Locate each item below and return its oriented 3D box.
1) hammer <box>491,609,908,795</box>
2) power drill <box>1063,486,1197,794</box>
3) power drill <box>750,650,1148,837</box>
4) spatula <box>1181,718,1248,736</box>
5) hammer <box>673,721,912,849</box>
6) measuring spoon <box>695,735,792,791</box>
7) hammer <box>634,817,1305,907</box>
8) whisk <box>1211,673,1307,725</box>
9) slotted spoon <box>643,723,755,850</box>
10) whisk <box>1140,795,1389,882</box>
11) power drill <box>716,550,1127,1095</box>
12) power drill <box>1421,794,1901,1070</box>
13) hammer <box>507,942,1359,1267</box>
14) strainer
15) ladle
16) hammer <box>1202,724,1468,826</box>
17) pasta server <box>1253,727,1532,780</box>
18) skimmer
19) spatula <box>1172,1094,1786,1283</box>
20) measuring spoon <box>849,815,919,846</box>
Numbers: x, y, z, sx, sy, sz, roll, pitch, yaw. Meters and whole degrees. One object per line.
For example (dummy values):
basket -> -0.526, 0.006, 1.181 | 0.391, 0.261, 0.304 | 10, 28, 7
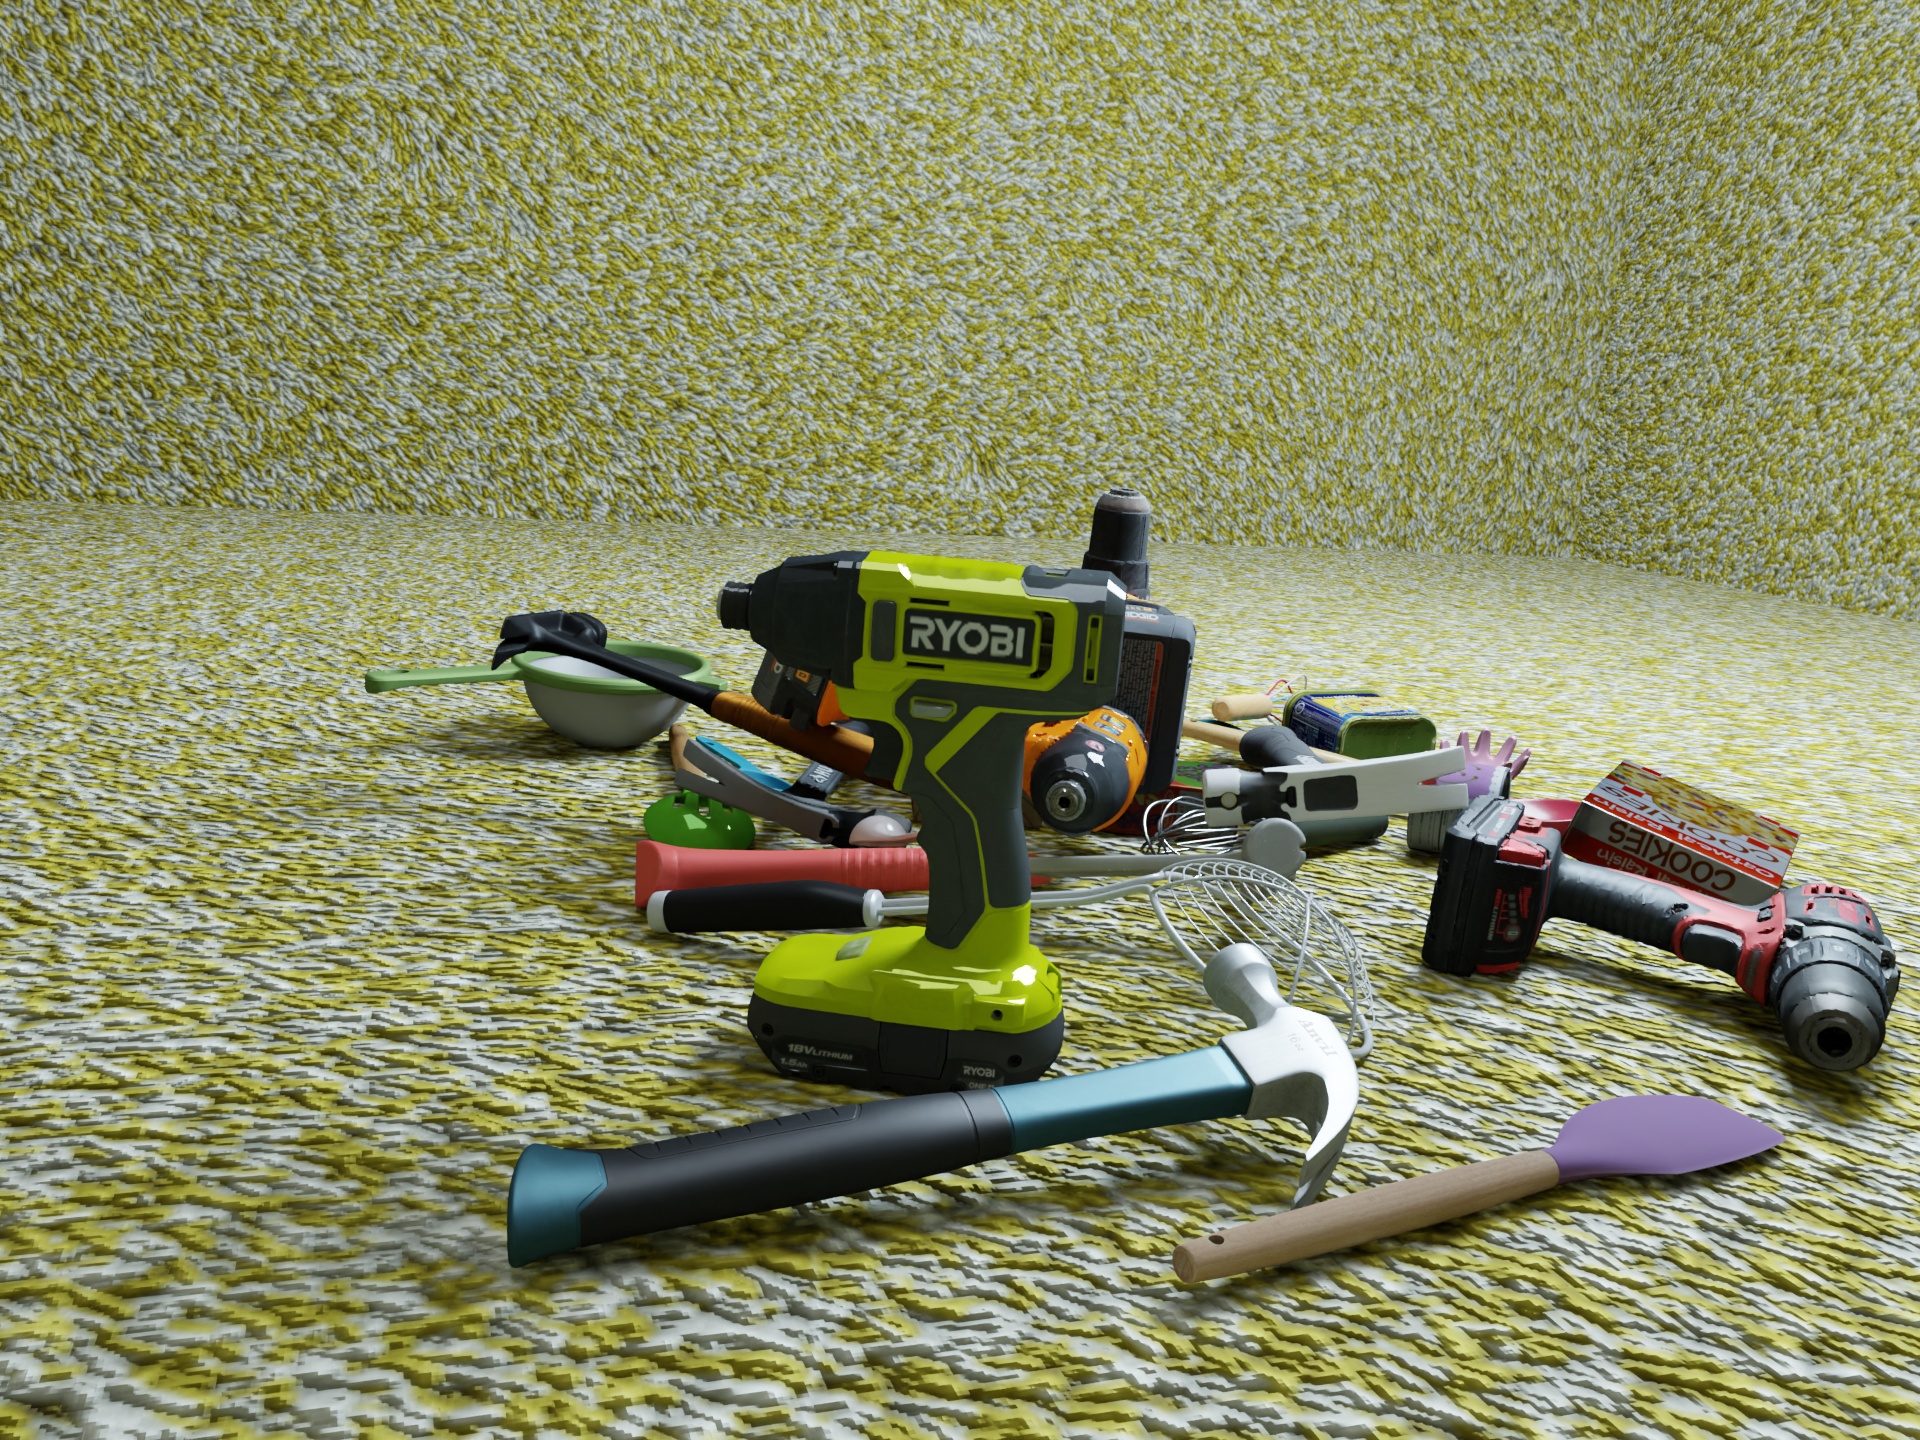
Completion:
hammer -> -0.125, 0.000, 1.003 | 0.337, 0.034, 0.127 | 20, 9, 8
power drill -> 0.110, -0.059, 1.104 | 0.084, 0.185, 0.226 | 6, 15, 0
power drill -> -0.001, -0.003, 0.932 | 0.226, 0.084, 0.164 | 25, 13, 6
spatula -> 0.132, 0.021, 1.306 | 0.317, 0.044, 0.082 | 0, 12, 4
hammer -> -0.090, 0.023, 1.142 | 0.149, 0.036, 0.409 | 20, 10, 1
measuring spoon -> -0.158, 0.037, 1.112 | 0.042, 0.021, 0.129 | 13, 8, -36
hammer -> 0.001, 0.083, 0.882 | 0.359, 0.037, 0.149 | -1, -12, 0
whisk -> 0.265, -0.014, 1.385 | 0.051, 0.047, 0.245 | -29, -12, 27
slotted spoon -> -0.189, 0.039, 1.104 | 0.070, 0.031, 0.314 | 7, 10, -15
whisk -> 0.205, 0.072, 1.039 | 0.246, 0.059, 0.057 | -1, -32, -42
power drill -> -0.024, 0.040, 0.685 | 0.171, 0.223, 0.080 | 6, 12, 7
power drill -> 0.366, 0.114, 0.836 | 0.227, 0.080, 0.188 | 13, 15, 24
hammer -> 0.001, 0.150, 0.588 | 0.331, 0.033, 0.128 | -5, 30, -21
strainer -> -0.314, -0.012, 1.196 | 0.256, 0.069, 0.152 | -5, 17, -32
ladle -> 0.311, 0.041, 1.188 | 0.315, 0.031, 0.069 | 15, 15, 18
hammer -> 0.223, 0.029, 1.026 | 0.146, 0.035, 0.335 | -4, 3, 6
pasta server -> 0.306, 0.039, 1.240 | 0.316, 0.040, 0.060 | -2, 25, -20
skimmer -> 0.018, 0.120, 0.793 | 0.363, 0.090, 0.127 | -3, 10, 14
spatula -> 0.207, 0.177, 0.616 | 0.315, 0.018, 0.060 | -2, 14, -32
measuring spoon -> -0.016, 0.057, 0.891 | 0.034, 0.018, 0.124 | 11, -16, -43
